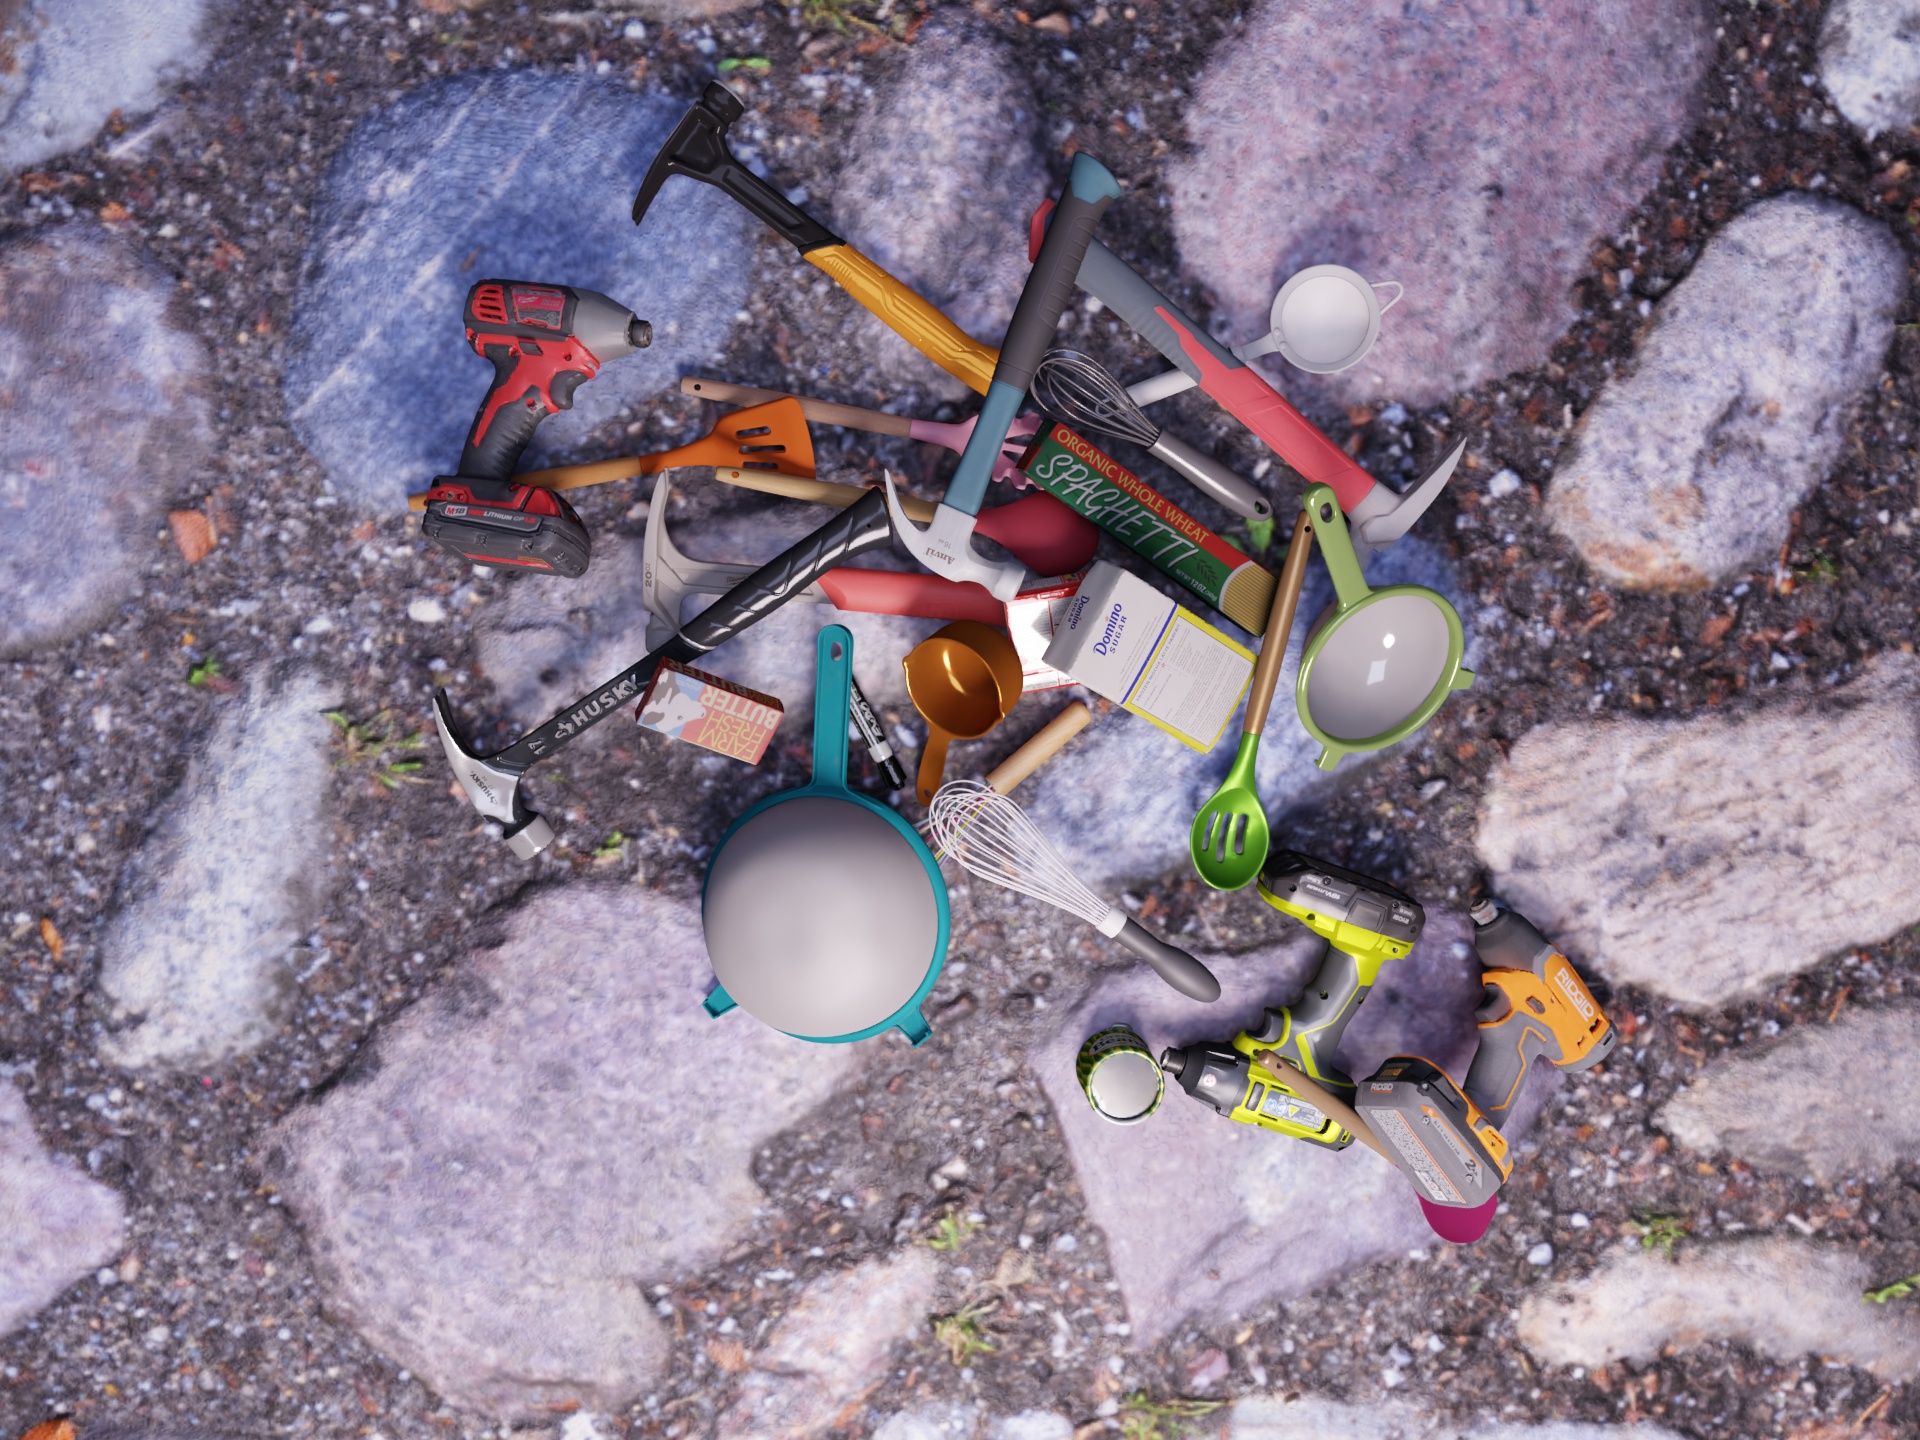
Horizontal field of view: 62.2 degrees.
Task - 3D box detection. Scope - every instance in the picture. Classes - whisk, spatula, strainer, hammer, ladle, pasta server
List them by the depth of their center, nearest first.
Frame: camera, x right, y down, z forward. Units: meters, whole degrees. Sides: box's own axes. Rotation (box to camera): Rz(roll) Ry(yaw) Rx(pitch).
[{"bbox_3d":[0.043,-0.265,1.203,0.128,0.033,0.331,22,95,1],"label":"hammer"},{"bbox_3d":[-0.116,0.097,1.235,0.211,0.095,0.340,5,97,14],"label":"strainer"},{"bbox_3d":[-0.225,-0.057,1.241,0.409,0.036,0.149,-33,106,6],"label":"hammer"},{"bbox_3d":[0.216,-0.284,1.250,0.386,0.038,0.143,39,102,-8],"label":"hammer"},{"bbox_3d":[-0.277,-0.196,1.257,0.322,0.041,0.081,-10,116,-1],"label":"spatula"},{"bbox_3d":[0.304,-0.091,1.258,0.151,0.069,0.256,-31,124,-2],"label":"strainer"},{"bbox_3d":[-0.094,-0.353,1.260,0.337,0.034,0.127,35,91,-6],"label":"hammer"},{"bbox_3d":[-0.037,-0.169,1.262,0.315,0.031,0.069,9,90,-11],"label":"ladle"},{"bbox_3d":[0.094,0.140,1.263,0.284,0.070,0.070,35,92,-8],"label":"whisk"},{"bbox_3d":[-0.067,-0.239,1.270,0.316,0.040,0.060,10,100,-4],"label":"pasta server"},{"bbox_3d":[0.155,-0.222,1.271,0.238,0.055,0.055,29,92,-17],"label":"whisk"},{"bbox_3d":[-0.071,-0.113,1.271,0.359,0.037,0.149,4,109,-6],"label":"hammer"},{"bbox_3d":[0.230,-0.297,1.285,0.258,0.050,0.087,-21,89,4],"label":"strainer"},{"bbox_3d":[0.008,0.067,1.302,0.245,0.047,0.051,-40,98,-4],"label":"whisk"}]

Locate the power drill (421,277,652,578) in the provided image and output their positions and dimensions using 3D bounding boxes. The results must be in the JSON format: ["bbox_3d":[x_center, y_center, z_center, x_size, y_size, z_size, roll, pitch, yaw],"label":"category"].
[{"bbox_3d":[-0.320,-0.227,1.211,0.143,0.078,0.220,8,80,8],"label":"power drill"}]

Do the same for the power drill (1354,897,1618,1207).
[{"bbox_3d":[0.424,0.263,1.295,0.226,0.084,0.164,-40,96,-27],"label":"power drill"}]

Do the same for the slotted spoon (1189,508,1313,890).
[{"bbox_3d":[0.243,-0.015,1.283,0.070,0.031,0.313,9,102,-14],"label":"slotted spoon"}]

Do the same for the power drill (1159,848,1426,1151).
[{"bbox_3d":[0.276,0.229,1.315,0.171,0.080,0.223,19,96,-6],"label":"power drill"}]

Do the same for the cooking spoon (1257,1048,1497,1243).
[{"bbox_3d":[0.346,0.347,1.307,0.318,0.017,0.069,38,79,-27],"label":"cooking spoon"}]

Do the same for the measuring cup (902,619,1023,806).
[{"bbox_3d":[-0.002,-0.004,1.275,0.095,0.052,0.173,30,132,17],"label":"measuring cup"}]
